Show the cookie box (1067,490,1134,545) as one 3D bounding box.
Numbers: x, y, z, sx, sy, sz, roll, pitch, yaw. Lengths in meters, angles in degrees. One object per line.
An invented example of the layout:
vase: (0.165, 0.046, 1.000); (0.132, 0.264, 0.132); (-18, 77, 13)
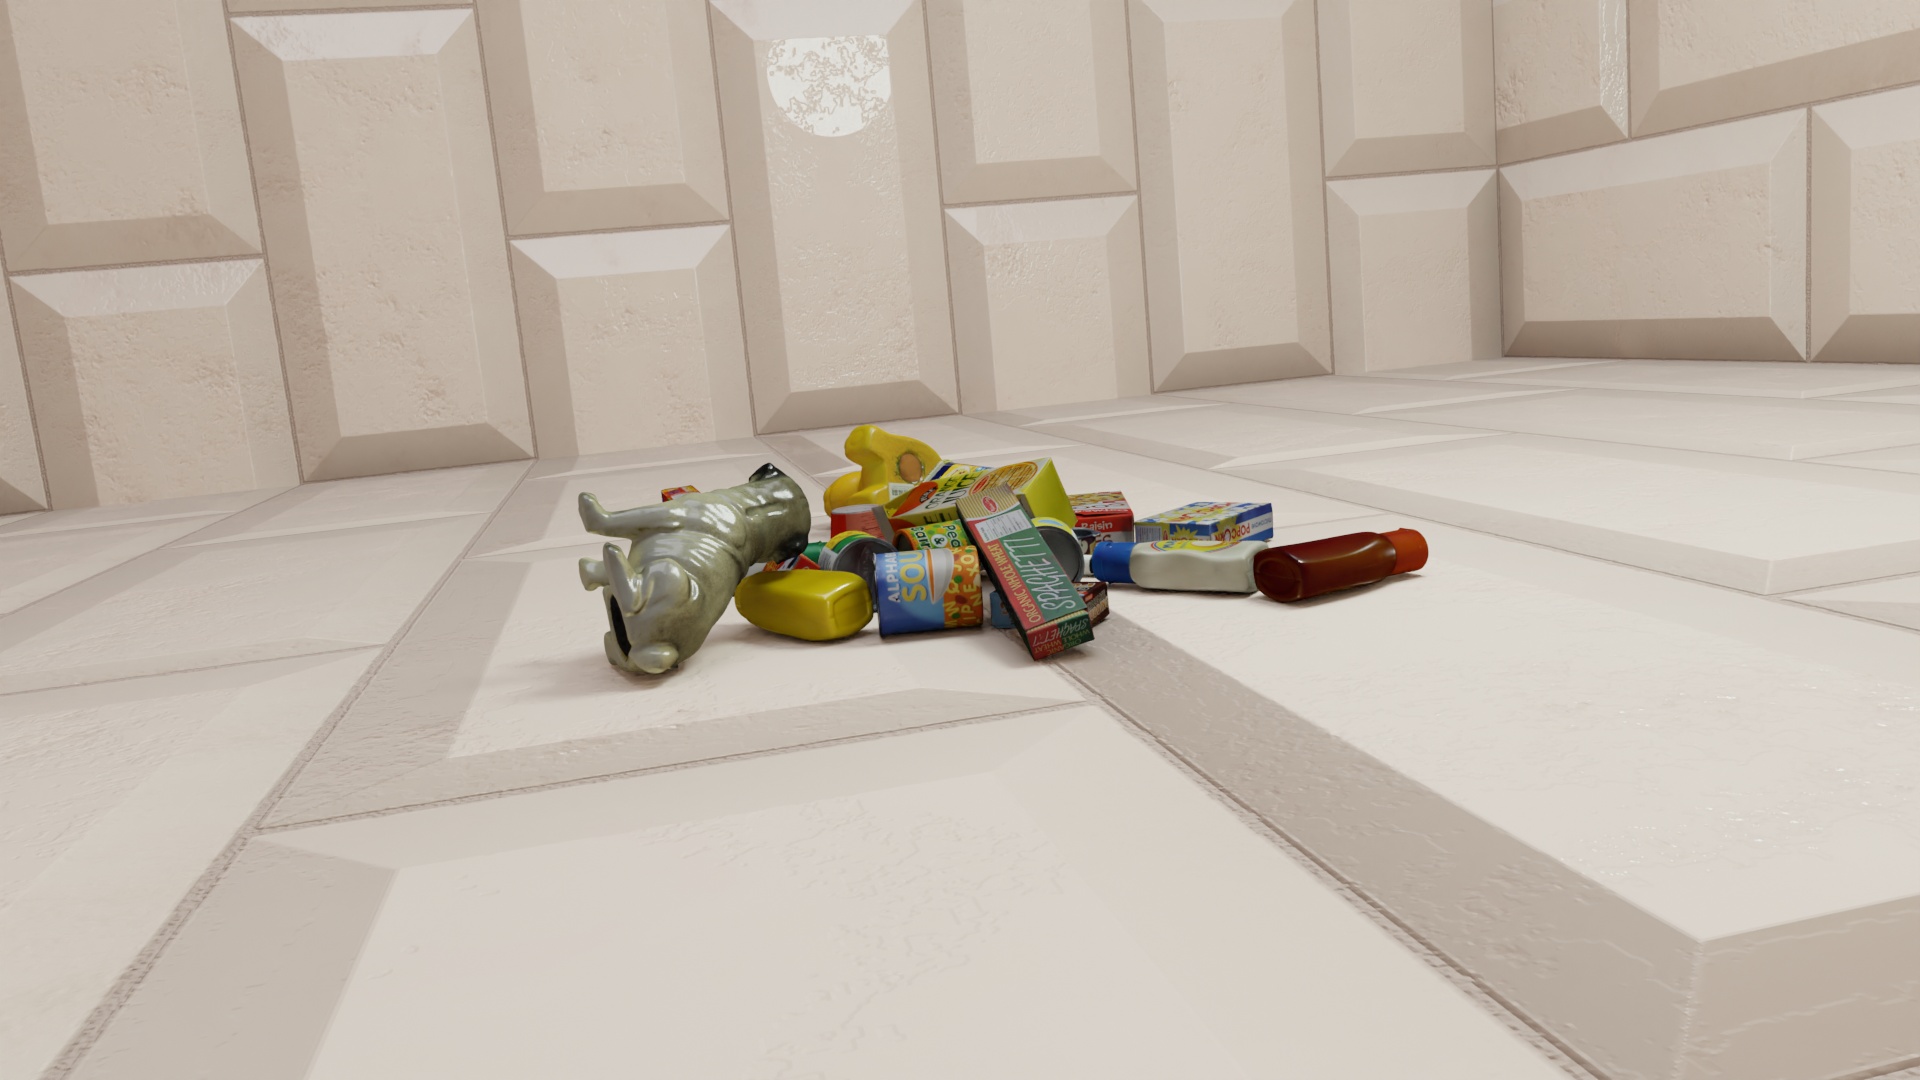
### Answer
cookie box: (0.117, -0.020, 1.474); (0.123, 0.040, 0.168); (-5, 9, 3)

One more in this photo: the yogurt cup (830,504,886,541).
yogurt cup: (-0.108, -0.008, 1.481); (0.072, 0.054, 0.072); (-5, 10, 1)

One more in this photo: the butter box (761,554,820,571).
butter box: (-0.158, 0.034, 1.258); (0.024, 0.053, 0.103); (32, -2, -18)

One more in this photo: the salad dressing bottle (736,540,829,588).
salad dressing bottle: (-0.200, 0.025, 1.367); (0.148, 0.044, 0.064); (-5, 7, -6)

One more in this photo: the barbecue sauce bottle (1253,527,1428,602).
barbecue sauce bottle: (0.315, 0.017, 1.134); (0.149, 0.043, 0.065); (-9, 10, -26)

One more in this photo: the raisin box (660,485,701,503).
raisin box: (-0.295, -0.011, 1.502); (0.040, 0.086, 0.123); (-10, 10, -16)

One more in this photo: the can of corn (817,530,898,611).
can of corn: (-0.086, 0.026, 1.225); (0.071, 0.071, 0.058); (-8, 9, -18)

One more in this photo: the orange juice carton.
orange juice carton: (0.005, -0.016, 1.311); (0.192, 0.071, 0.073); (-10, 25, 32)

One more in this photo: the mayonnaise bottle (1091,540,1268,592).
mayonnaise bottle: (0.186, 0.020, 1.190); (0.148, 0.041, 0.065); (2, 13, 33)

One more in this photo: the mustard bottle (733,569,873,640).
mustard bottle: (-0.143, 0.051, 1.159); (0.160, 0.048, 0.065); (4, 19, 45)

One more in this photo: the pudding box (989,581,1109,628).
pudding box: (0.070, 0.051, 1.101); (0.083, 0.030, 0.050); (0, 11, 29)

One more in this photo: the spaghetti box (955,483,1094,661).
spaghetti box: (0.046, 0.018, 1.093); (0.050, 0.028, 0.251); (-19, 27, -4)

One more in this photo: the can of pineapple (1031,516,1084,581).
can of pineapple: (0.071, 0.015, 1.205); (0.071, 0.071, 0.058); (-5, 8, 2)

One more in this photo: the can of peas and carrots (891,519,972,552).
can of peas and carrots: (-0.023, 0.017, 1.239); (0.059, 0.071, 0.071); (-10, 10, -22)

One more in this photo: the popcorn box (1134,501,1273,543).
popcorn box: (0.239, -0.010, 1.354); (0.085, 0.038, 0.127); (3, 13, 40)

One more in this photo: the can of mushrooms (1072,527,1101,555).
can of mushrooms: (0.100, 0.009, 1.326); (0.071, 0.033, 0.071); (-5, 9, 1)

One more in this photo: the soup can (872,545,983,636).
soup can: (-0.027, 0.038, 1.110); (0.084, 0.071, 0.071); (-6, 9, -4)
